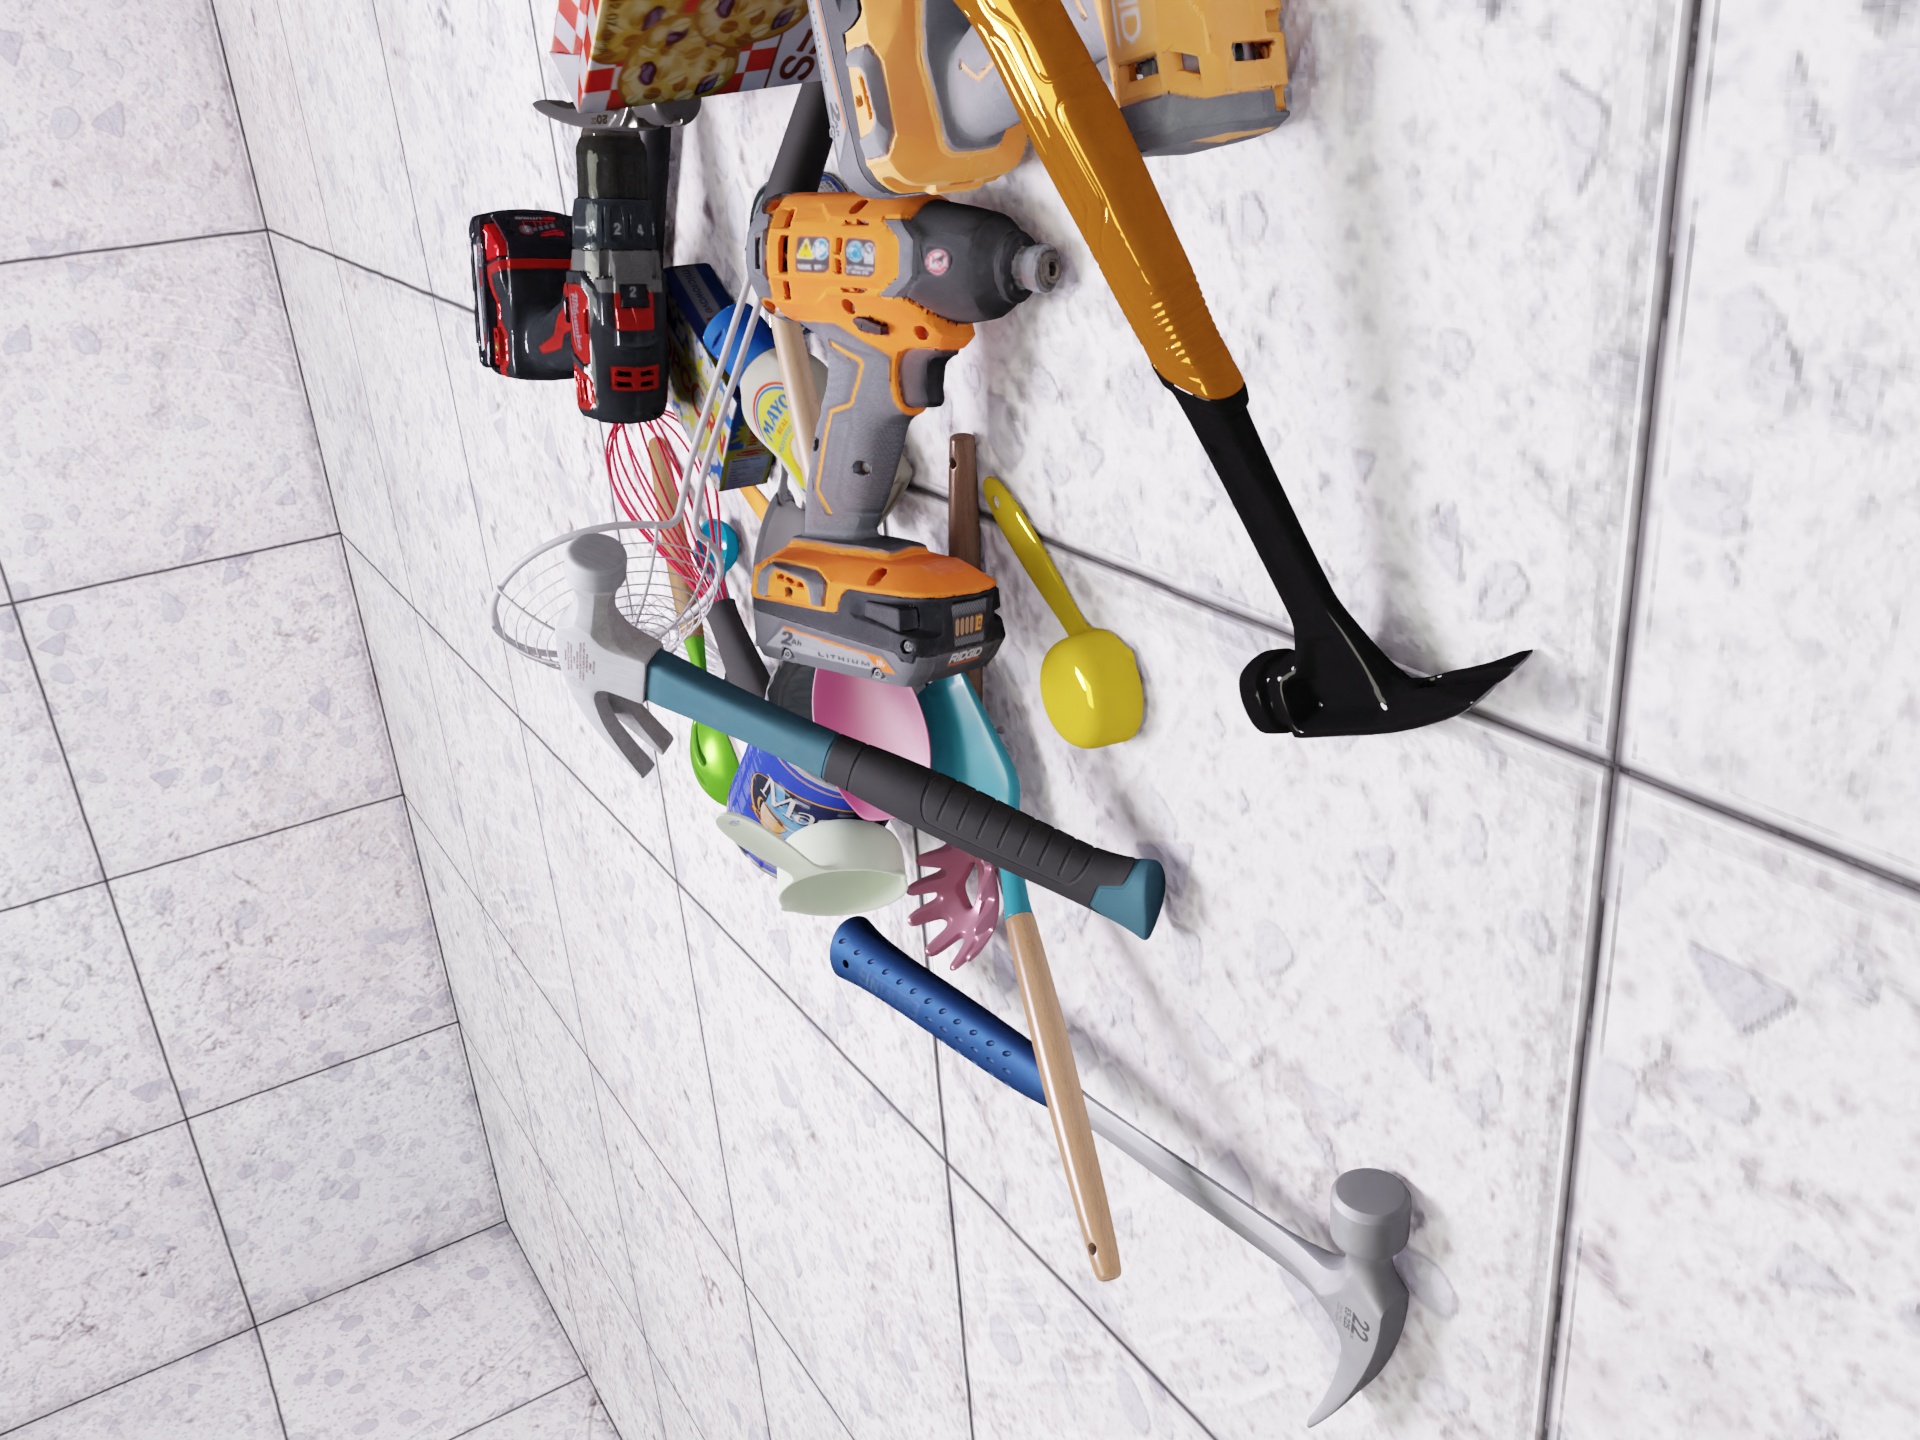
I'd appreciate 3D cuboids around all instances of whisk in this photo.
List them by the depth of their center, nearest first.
[{"bbox_3d":[-0.173,-0.095,1.091,0.296,0.073,0.073,66,152,10],"label":"whisk"},{"bbox_3d":[-0.187,-0.041,1.186,0.285,0.070,0.070,24,126,50],"label":"whisk"}]

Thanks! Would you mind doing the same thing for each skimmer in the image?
[{"bbox_3d":[-0.144,-0.189,0.843,0.090,0.127,0.363,26,99,38],"label":"skimmer"}]

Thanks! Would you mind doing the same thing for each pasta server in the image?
[{"bbox_3d":[-0.001,-0.003,0.880,0.060,0.040,0.316,26,127,42],"label":"pasta server"}]

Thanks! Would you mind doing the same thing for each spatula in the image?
[{"bbox_3d":[0.027,0.125,0.812,0.082,0.044,0.318,-43,51,40],"label":"spatula"}]

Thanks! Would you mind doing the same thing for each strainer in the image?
[{"bbox_3d":[-0.107,-0.165,0.978,0.087,0.050,0.258,-60,-26,-65],"label":"strainer"}]

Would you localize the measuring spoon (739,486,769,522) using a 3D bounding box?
[{"bbox_3d":[-0.141,-0.145,1.083,0.117,0.011,0.021,52,147,34],"label":"measuring spoon"}]

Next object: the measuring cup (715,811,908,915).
[{"bbox_3d":[-0.089,0.068,0.895,0.167,0.083,0.038,42,-144,-55],"label":"measuring cup"}]

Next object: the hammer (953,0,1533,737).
[{"bbox_3d":[0.077,-0.142,0.555,0.336,0.034,0.127,60,155,-12],"label":"hammer"}]

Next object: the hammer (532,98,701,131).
[{"bbox_3d":[-0.185,-0.507,0.851,0.149,0.036,0.359,25,117,46],"label":"hammer"}]

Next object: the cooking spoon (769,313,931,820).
[{"bbox_3d":[-0.070,-0.102,0.868,0.069,0.017,0.319,-12,91,26],"label":"cooking spoon"}]

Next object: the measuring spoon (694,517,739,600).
[{"bbox_3d":[-0.162,-0.082,1.131,0.042,0.021,0.129,-26,72,43],"label":"measuring spoon"}]

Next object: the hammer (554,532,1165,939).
[{"bbox_3d":[-0.051,0.023,0.787,0.331,0.033,0.128,25,137,7],"label":"hammer"}]

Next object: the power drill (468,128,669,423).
[{"bbox_3d":[-0.259,-0.304,1.067,0.227,0.080,0.187,27,121,54],"label":"power drill"}]

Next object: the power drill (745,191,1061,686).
[{"bbox_3d":[-0.028,-0.136,0.767,0.164,0.084,0.226,13,108,35],"label":"power drill"}]

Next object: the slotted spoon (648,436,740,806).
[{"bbox_3d":[-0.196,-0.078,1.144,0.070,0.031,0.314,115,145,-57],"label":"slotted spoon"}]

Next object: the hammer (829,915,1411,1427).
[{"bbox_3d":[0.061,0.207,0.837,0.406,0.035,0.144,26,129,46],"label":"hammer"}]

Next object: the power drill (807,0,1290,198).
[{"bbox_3d":[0.026,-0.301,0.607,0.226,0.084,0.185,12,117,55],"label":"power drill"}]

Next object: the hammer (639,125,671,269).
[{"bbox_3d":[-0.188,-0.411,0.990,0.146,0.035,0.334,57,150,29],"label":"hammer"}]

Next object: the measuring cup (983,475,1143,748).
[{"bbox_3d":[0.039,-0.055,0.781,0.157,0.029,0.062,62,151,19],"label":"measuring cup"}]
